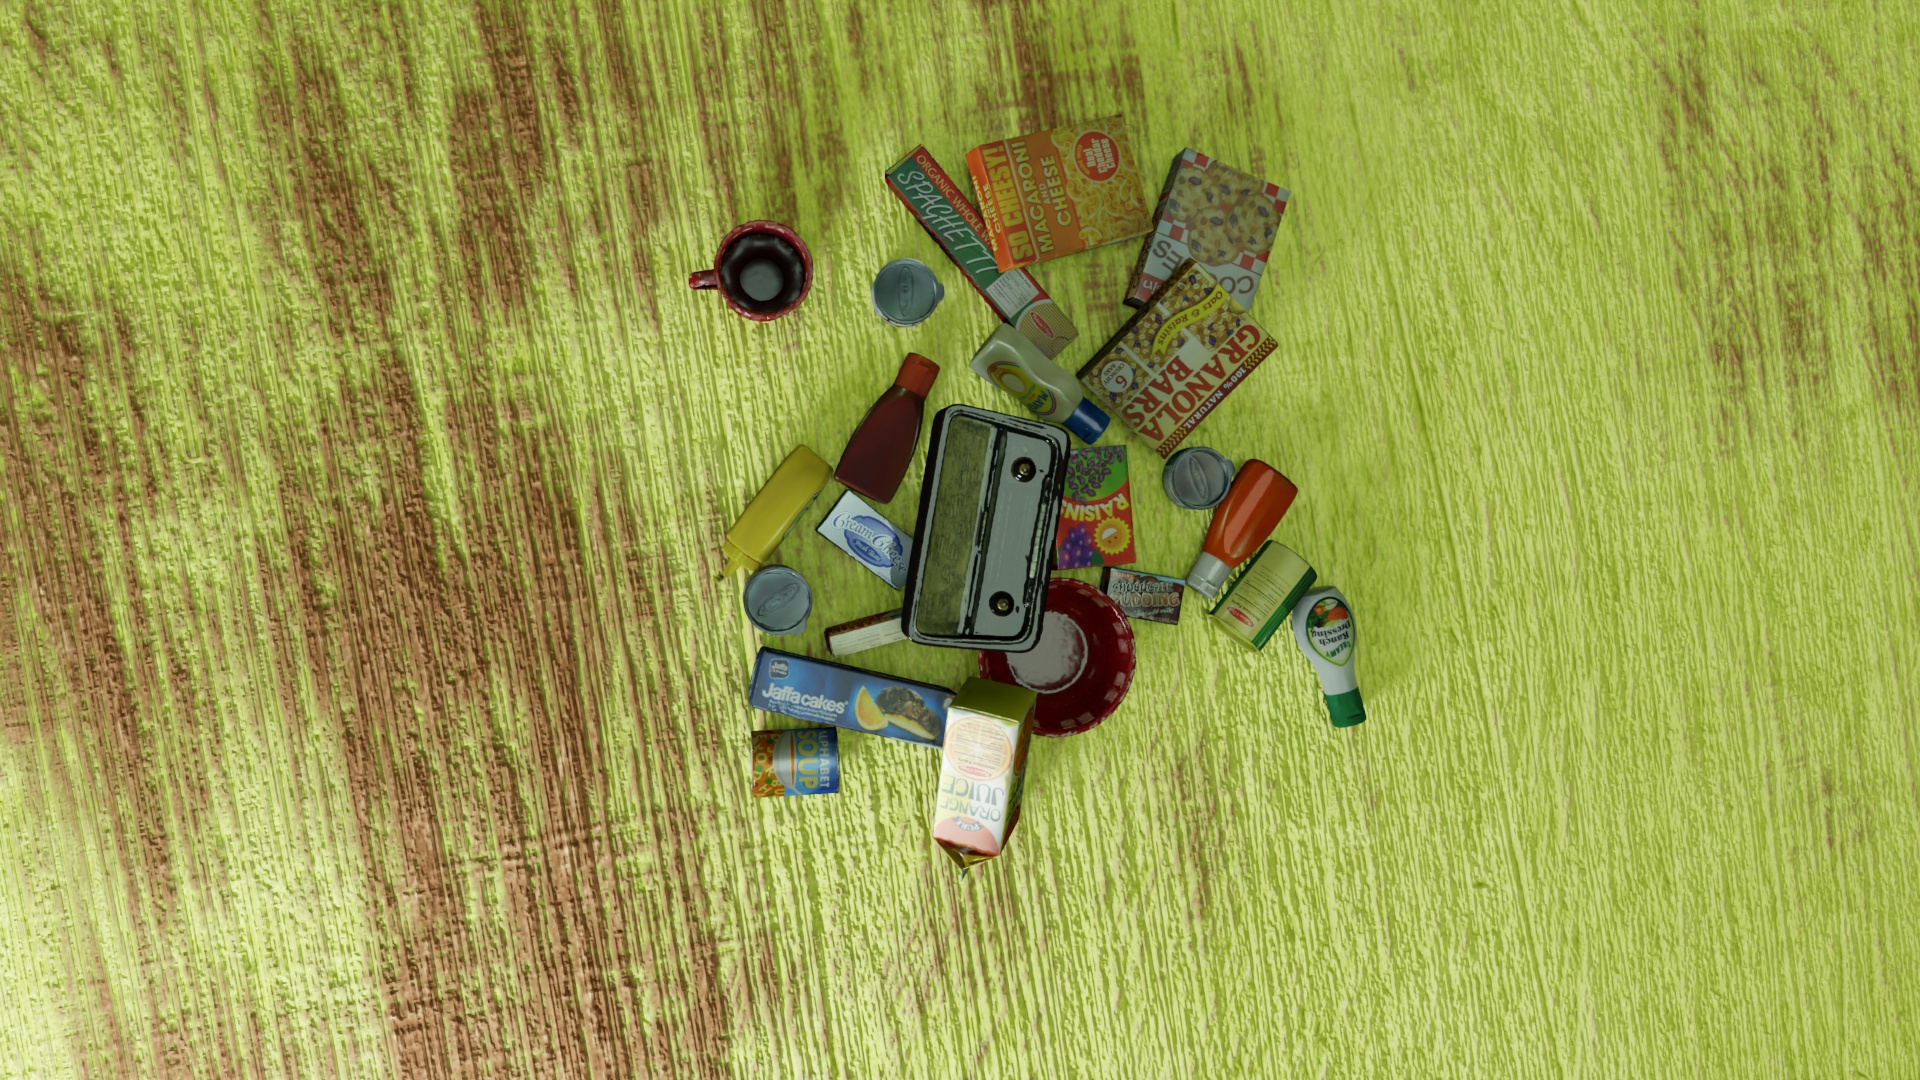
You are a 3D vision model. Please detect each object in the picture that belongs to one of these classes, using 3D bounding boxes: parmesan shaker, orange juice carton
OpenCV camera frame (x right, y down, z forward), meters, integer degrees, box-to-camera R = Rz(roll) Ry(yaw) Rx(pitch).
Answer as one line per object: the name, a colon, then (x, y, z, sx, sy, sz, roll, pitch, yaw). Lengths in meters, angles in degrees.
parmesan shaker: (0.317, 0.060, 1.445, 0.071, 0.071, 0.103, 41, 84, -9)
orange juice carton: (0.022, 0.238, 1.366, 0.073, 0.072, 0.191, 12, 112, 14)

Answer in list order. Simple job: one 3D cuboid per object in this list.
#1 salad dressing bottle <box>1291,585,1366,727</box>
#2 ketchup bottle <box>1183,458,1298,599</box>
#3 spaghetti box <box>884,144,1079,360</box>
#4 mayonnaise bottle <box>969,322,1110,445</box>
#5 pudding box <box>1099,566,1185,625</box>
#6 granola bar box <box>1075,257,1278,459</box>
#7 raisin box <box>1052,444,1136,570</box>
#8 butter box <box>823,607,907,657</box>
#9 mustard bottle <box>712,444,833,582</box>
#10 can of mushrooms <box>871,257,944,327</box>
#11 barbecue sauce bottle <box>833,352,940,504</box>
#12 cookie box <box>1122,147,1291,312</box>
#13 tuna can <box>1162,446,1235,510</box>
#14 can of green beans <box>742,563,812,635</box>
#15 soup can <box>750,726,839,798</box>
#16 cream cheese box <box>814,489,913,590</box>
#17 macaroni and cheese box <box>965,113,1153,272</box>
salad dressing bottle: (0.395, 0.123, 1.473, 0.064, 0.044, 0.147, -17, 95, -8)
ketchup bottle: (0.288, -0.009, 1.450, 0.064, 0.043, 0.149, 35, 85, -14)
spaghetti box: (0.021, -0.287, 1.402, 0.050, 0.028, 0.250, -42, 98, -7)
mayonnaise bottle: (0.083, -0.154, 1.398, 0.148, 0.064, 0.041, 37, 54, -9)
pudding box: (0.187, 0.057, 1.440, 0.084, 0.030, 0.049, 10, 89, -11)
granola bar box: (0.219, -0.183, 1.407, 0.124, 0.039, 0.165, 41, 101, -16)
raisin box: (0.130, -0.034, 1.423, 0.086, 0.040, 0.123, -5, 91, -11)
butter box: (-0.082, 0.089, 1.380, 0.104, 0.053, 0.024, -15, 97, -9)
mustard bottle: (-0.188, -0.020, 1.355, 0.049, 0.065, 0.160, 38, 91, -4)
can of mushrooms: (-0.053, -0.246, 1.387, 0.071, 0.033, 0.071, 0, 91, -10)
barbecue sauce bottle: (-0.068, -0.114, 1.383, 0.065, 0.043, 0.148, 26, 86, -10)
cookie box: (0.255, -0.303, 1.439, 0.123, 0.040, 0.167, 20, 87, -10)
tuna can: (0.248, -0.066, 1.447, 0.071, 0.033, 0.071, 0, 92, -10)
can of green beans: (-0.180, 0.057, 1.359, 0.071, 0.058, 0.071, 0, 91, -10)
soup can: (-0.162, 0.217, 1.359, 0.084, 0.071, 0.071, -2, 92, -10)
cream cheese box: (-0.089, -0.001, 1.391, 0.104, 0.024, 0.053, 37, 84, -9)
macaroni and cheese box: (0.100, -0.348, 1.394, 0.167, 0.040, 0.123, -18, 94, -22)
